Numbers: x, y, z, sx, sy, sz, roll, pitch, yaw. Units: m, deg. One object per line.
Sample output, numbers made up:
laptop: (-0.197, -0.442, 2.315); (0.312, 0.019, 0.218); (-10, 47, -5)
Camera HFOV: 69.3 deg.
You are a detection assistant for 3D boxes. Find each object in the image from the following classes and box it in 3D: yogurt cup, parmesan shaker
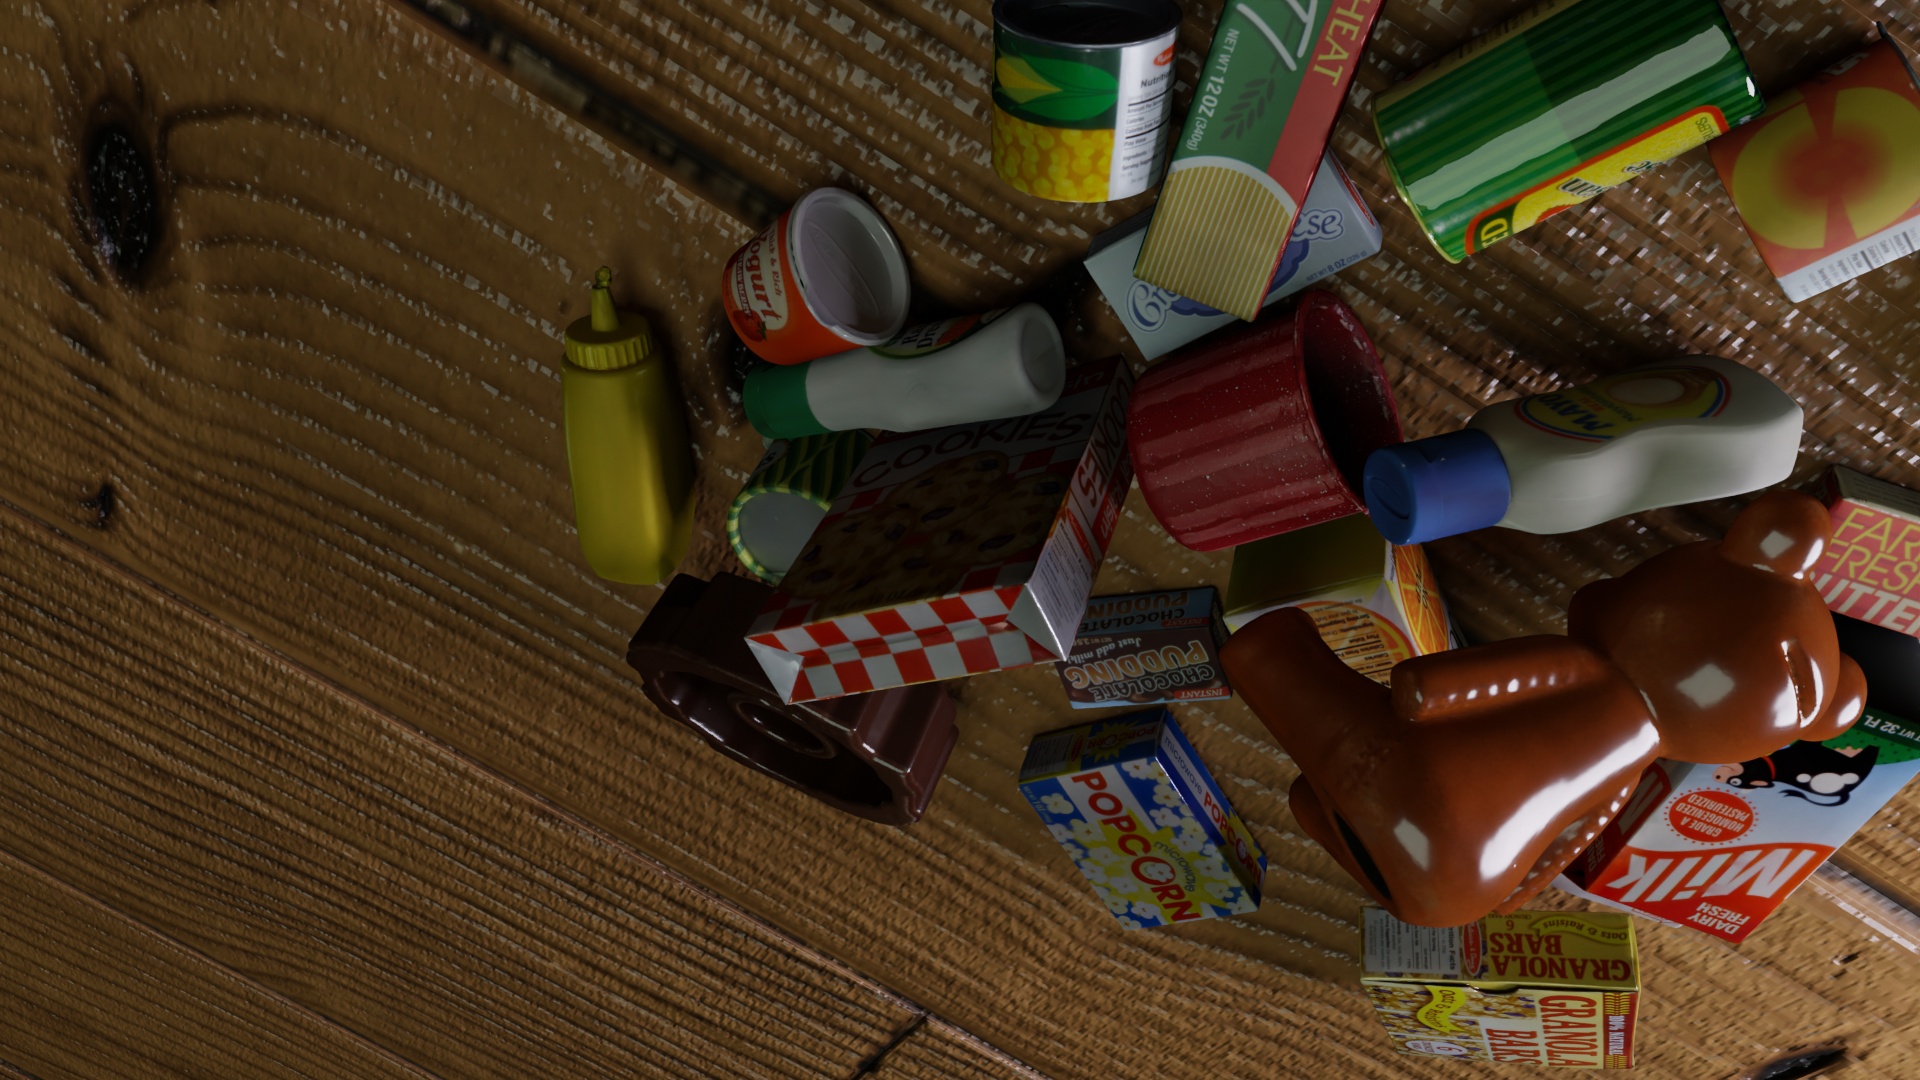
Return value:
yogurt cup: (-0.062, -0.107, 0.583); (0.054, 0.073, 0.072); (-17, 120, 39)
parmesan shaker: (0.197, -0.143, 0.456); (0.103, 0.072, 0.071); (-24, 116, 33)

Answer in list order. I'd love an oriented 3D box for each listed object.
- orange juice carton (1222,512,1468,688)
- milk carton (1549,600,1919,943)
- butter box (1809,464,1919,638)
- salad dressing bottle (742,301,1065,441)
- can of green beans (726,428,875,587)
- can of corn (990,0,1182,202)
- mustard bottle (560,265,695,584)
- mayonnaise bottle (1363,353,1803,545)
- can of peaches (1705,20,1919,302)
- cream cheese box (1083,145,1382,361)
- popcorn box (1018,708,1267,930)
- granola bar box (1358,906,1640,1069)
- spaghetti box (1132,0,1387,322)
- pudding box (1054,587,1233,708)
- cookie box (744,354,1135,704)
orange juice carton: (0.194, 0.073, 0.632); (0.073, 0.072, 0.192); (-17, 120, 30)
milk carton: (0.332, 0.109, 0.611); (0.072, 0.074, 0.189); (19, 132, 4)
butter box: (0.380, 0.011, 0.548); (0.103, 0.024, 0.052); (18, 131, 5)
salad dressing bottle: (-0.028, -0.070, 0.605); (0.147, 0.064, 0.044); (-6, 113, 32)
can of green beans: (-0.071, -0.016, 0.662); (0.071, 0.058, 0.071); (10, 130, 12)
can of corn: (0.042, -0.163, 0.500); (0.071, 0.071, 0.058); (10, 130, 12)
mustard bottle: (-0.161, -0.057, 0.661); (0.049, 0.066, 0.159); (5, 123, 9)
mayonnaise bottle: (0.221, -0.031, 0.503); (0.148, 0.065, 0.041); (-13, 121, -11)
can of peaches: (0.284, -0.121, 0.450); (0.058, 0.071, 0.071); (-29, 114, 35)
cream cheese box: (0.105, -0.115, 0.543); (0.103, 0.024, 0.053); (-24, 115, 33)
popcorn box: (0.100, 0.153, 0.752); (0.085, 0.038, 0.126); (-19, 119, 30)
granola bar box: (0.279, 0.233, 0.715); (0.124, 0.039, 0.165); (-5, 148, 22)
spaghetti box: (0.119, -0.191, 0.454); (0.050, 0.029, 0.248); (23, 125, 9)
pudding box: (0.089, 0.054, 0.681); (0.083, 0.030, 0.049); (-6, 126, 24)
cookie box: (0.002, -0.007, 0.571); (0.123, 0.168, 0.040); (-12, 119, 28)
